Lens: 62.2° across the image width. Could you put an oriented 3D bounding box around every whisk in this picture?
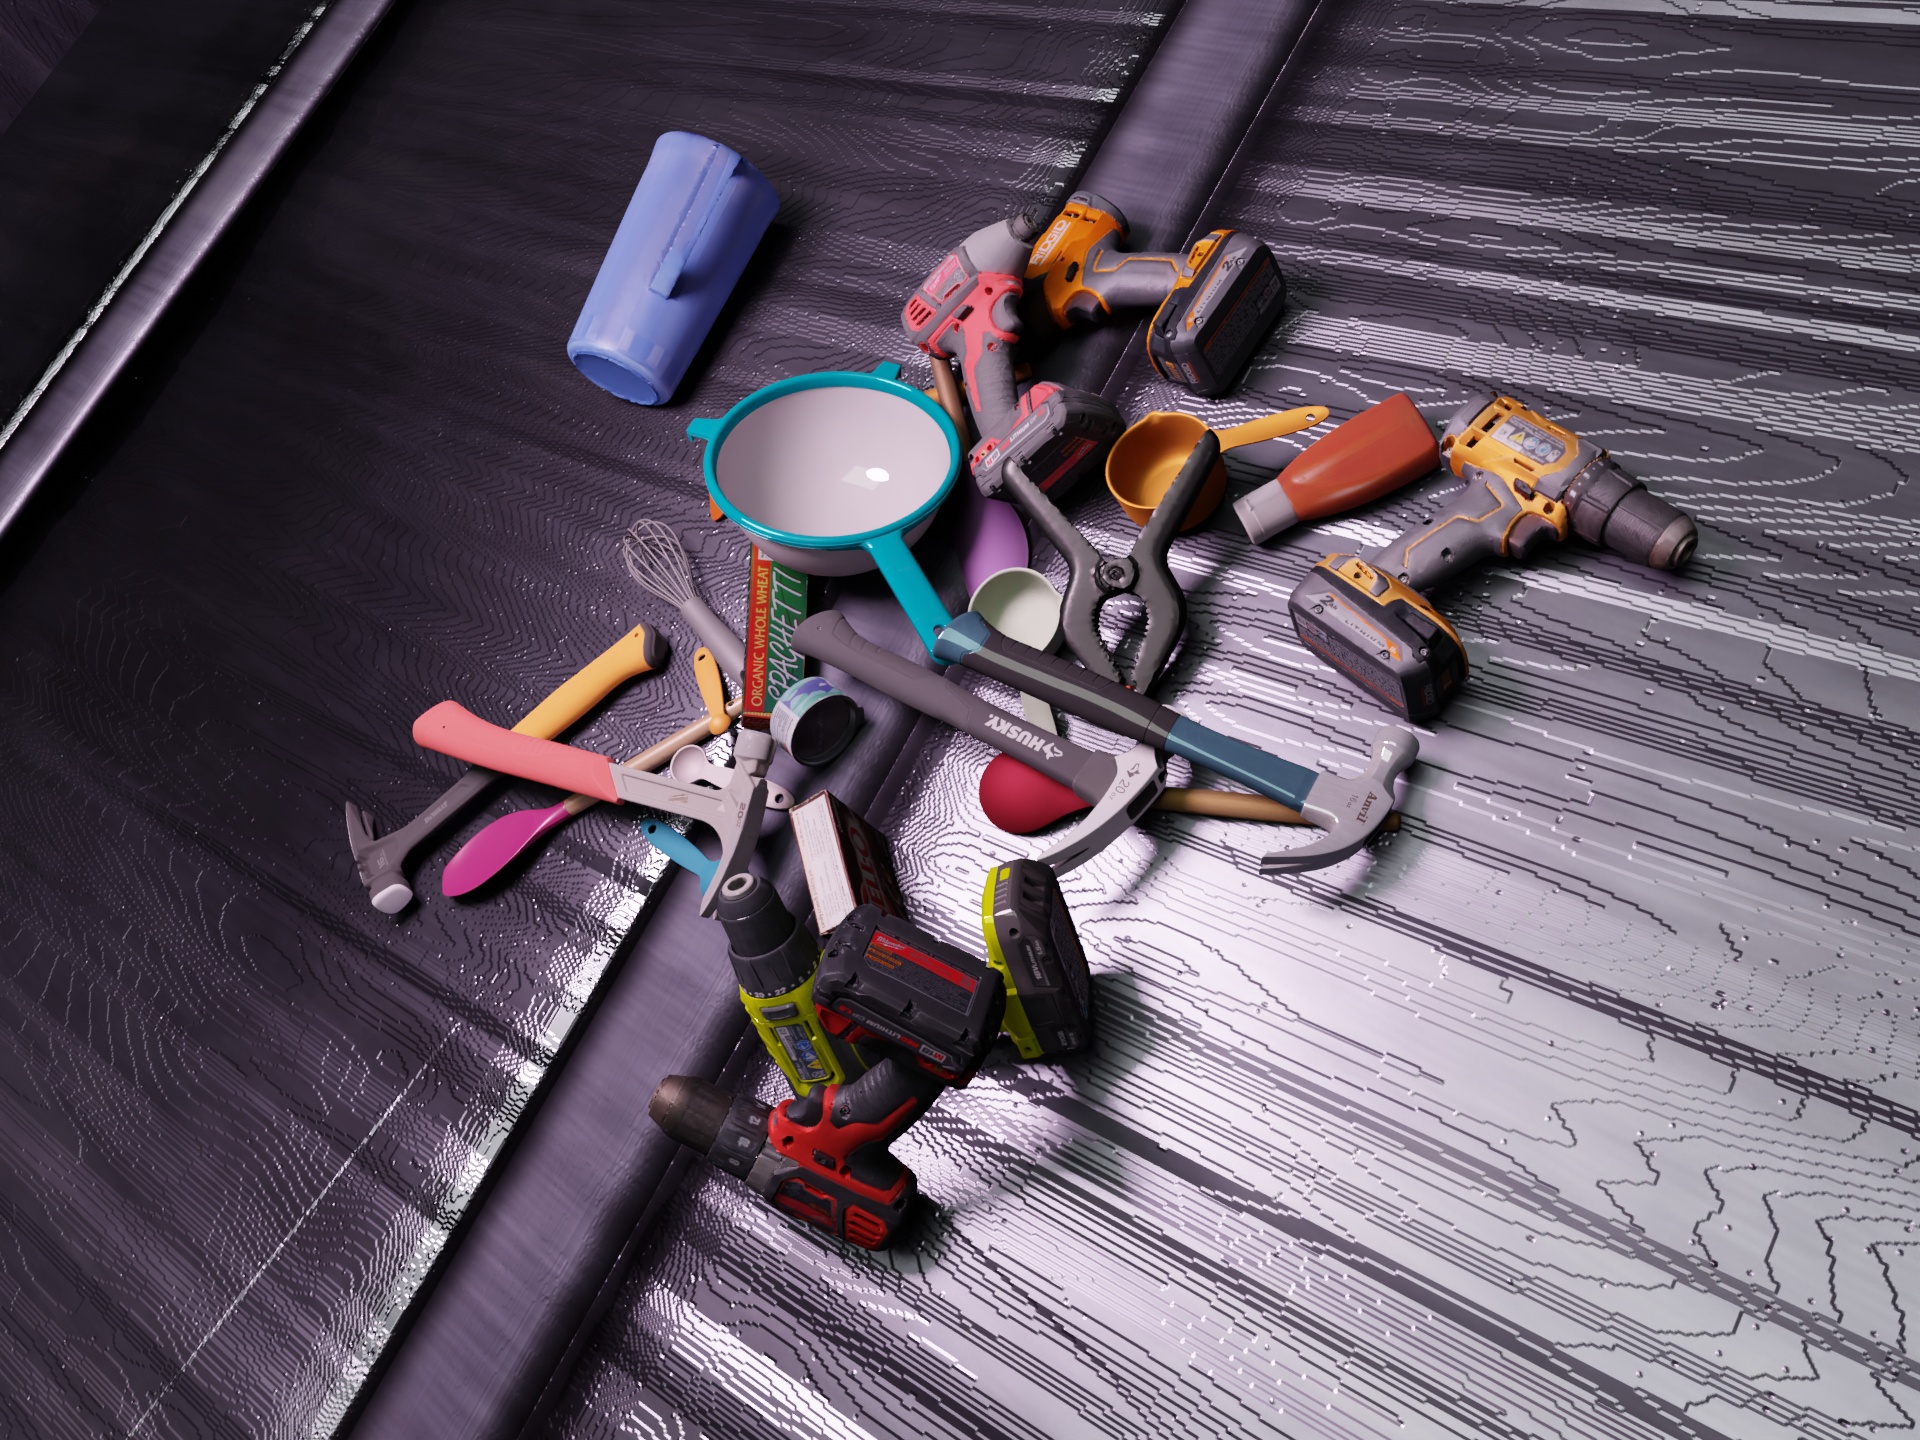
[{"bbox_3d":[-0.231,-0.100,1.390,0.055,0.055,0.239,-42,58,0],"label":"whisk"}]

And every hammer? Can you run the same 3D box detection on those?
[{"bbox_3d":[0.133,0.002,1.088,0.331,0.033,0.128,25,68,18],"label":"hammer"},{"bbox_3d":[-0.316,0.051,1.310,0.359,0.036,0.149,12,81,28],"label":"hammer"},{"bbox_3d":[-0.002,-0.004,1.185,0.335,0.035,0.146,27,71,32],"label":"hammer"},{"bbox_3d":[-0.400,0.024,1.409,0.337,0.034,0.127,-39,50,2],"label":"hammer"}]

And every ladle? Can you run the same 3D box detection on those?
[{"bbox_3d":[0.151,0.057,1.125,0.315,0.031,0.069,4,78,26],"label":"ladle"}]

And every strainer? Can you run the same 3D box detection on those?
[{"bbox_3d":[-0.076,-0.145,1.291,0.211,0.095,0.341,-20,54,-15],"label":"strainer"}]

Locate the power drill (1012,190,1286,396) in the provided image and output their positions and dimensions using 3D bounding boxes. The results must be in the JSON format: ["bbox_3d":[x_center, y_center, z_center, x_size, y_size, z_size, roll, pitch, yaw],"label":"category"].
[{"bbox_3d":[0.135,-0.344,1.316,0.227,0.084,0.164,29,80,39],"label":"power drill"}]

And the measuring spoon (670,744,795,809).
[{"bbox_3d":[-0.185,0.052,1.305,0.124,0.018,0.034,18,77,26],"label":"measuring spoon"}]

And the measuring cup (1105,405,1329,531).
[{"bbox_3d":[0.201,-0.199,1.221,0.173,0.052,0.095,-14,59,17],"label":"measuring cup"}]

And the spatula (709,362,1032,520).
[{"bbox_3d":[-0.088,-0.260,1.416,0.322,0.041,0.081,-14,59,15],"label":"spatula"}]

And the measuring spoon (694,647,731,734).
[{"bbox_3d":[-0.213,-0.028,1.345,0.021,0.011,0.117,-31,42,6],"label":"measuring spoon"}]

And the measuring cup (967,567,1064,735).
[{"bbox_3d":[0.057,-0.035,1.222,0.083,0.038,0.168,-18,74,17],"label":"measuring cup"}]

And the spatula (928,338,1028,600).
[{"bbox_3d":[0.002,-0.237,1.343,0.060,0.018,0.316,-19,65,12],"label":"spatula"}]

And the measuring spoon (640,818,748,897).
[{"bbox_3d":[-0.222,0.109,1.284,0.129,0.021,0.042,30,80,33],"label":"measuring spoon"}]

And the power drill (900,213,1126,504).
[{"bbox_3d":[0.041,-0.295,1.286,0.143,0.078,0.220,-39,62,35],"label":"power drill"}]

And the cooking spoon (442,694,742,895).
[{"bbox_3d":[-0.313,0.063,1.357,0.319,0.017,0.069,-30,39,9],"label":"cooking spoon"}]

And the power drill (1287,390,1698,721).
[{"bbox_3d":[0.360,-0.105,1.078,0.226,0.084,0.186,-44,55,-6],"label":"power drill"}]

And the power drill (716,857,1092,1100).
[{"bbox_3d":[-0.040,0.166,1.068,0.228,0.190,0.080,-13,31,14],"label":"power drill"}]

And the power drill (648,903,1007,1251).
[{"bbox_3d":[-0.088,0.229,1.023,0.188,0.080,0.226,27,120,-1],"label":"power drill"}]
